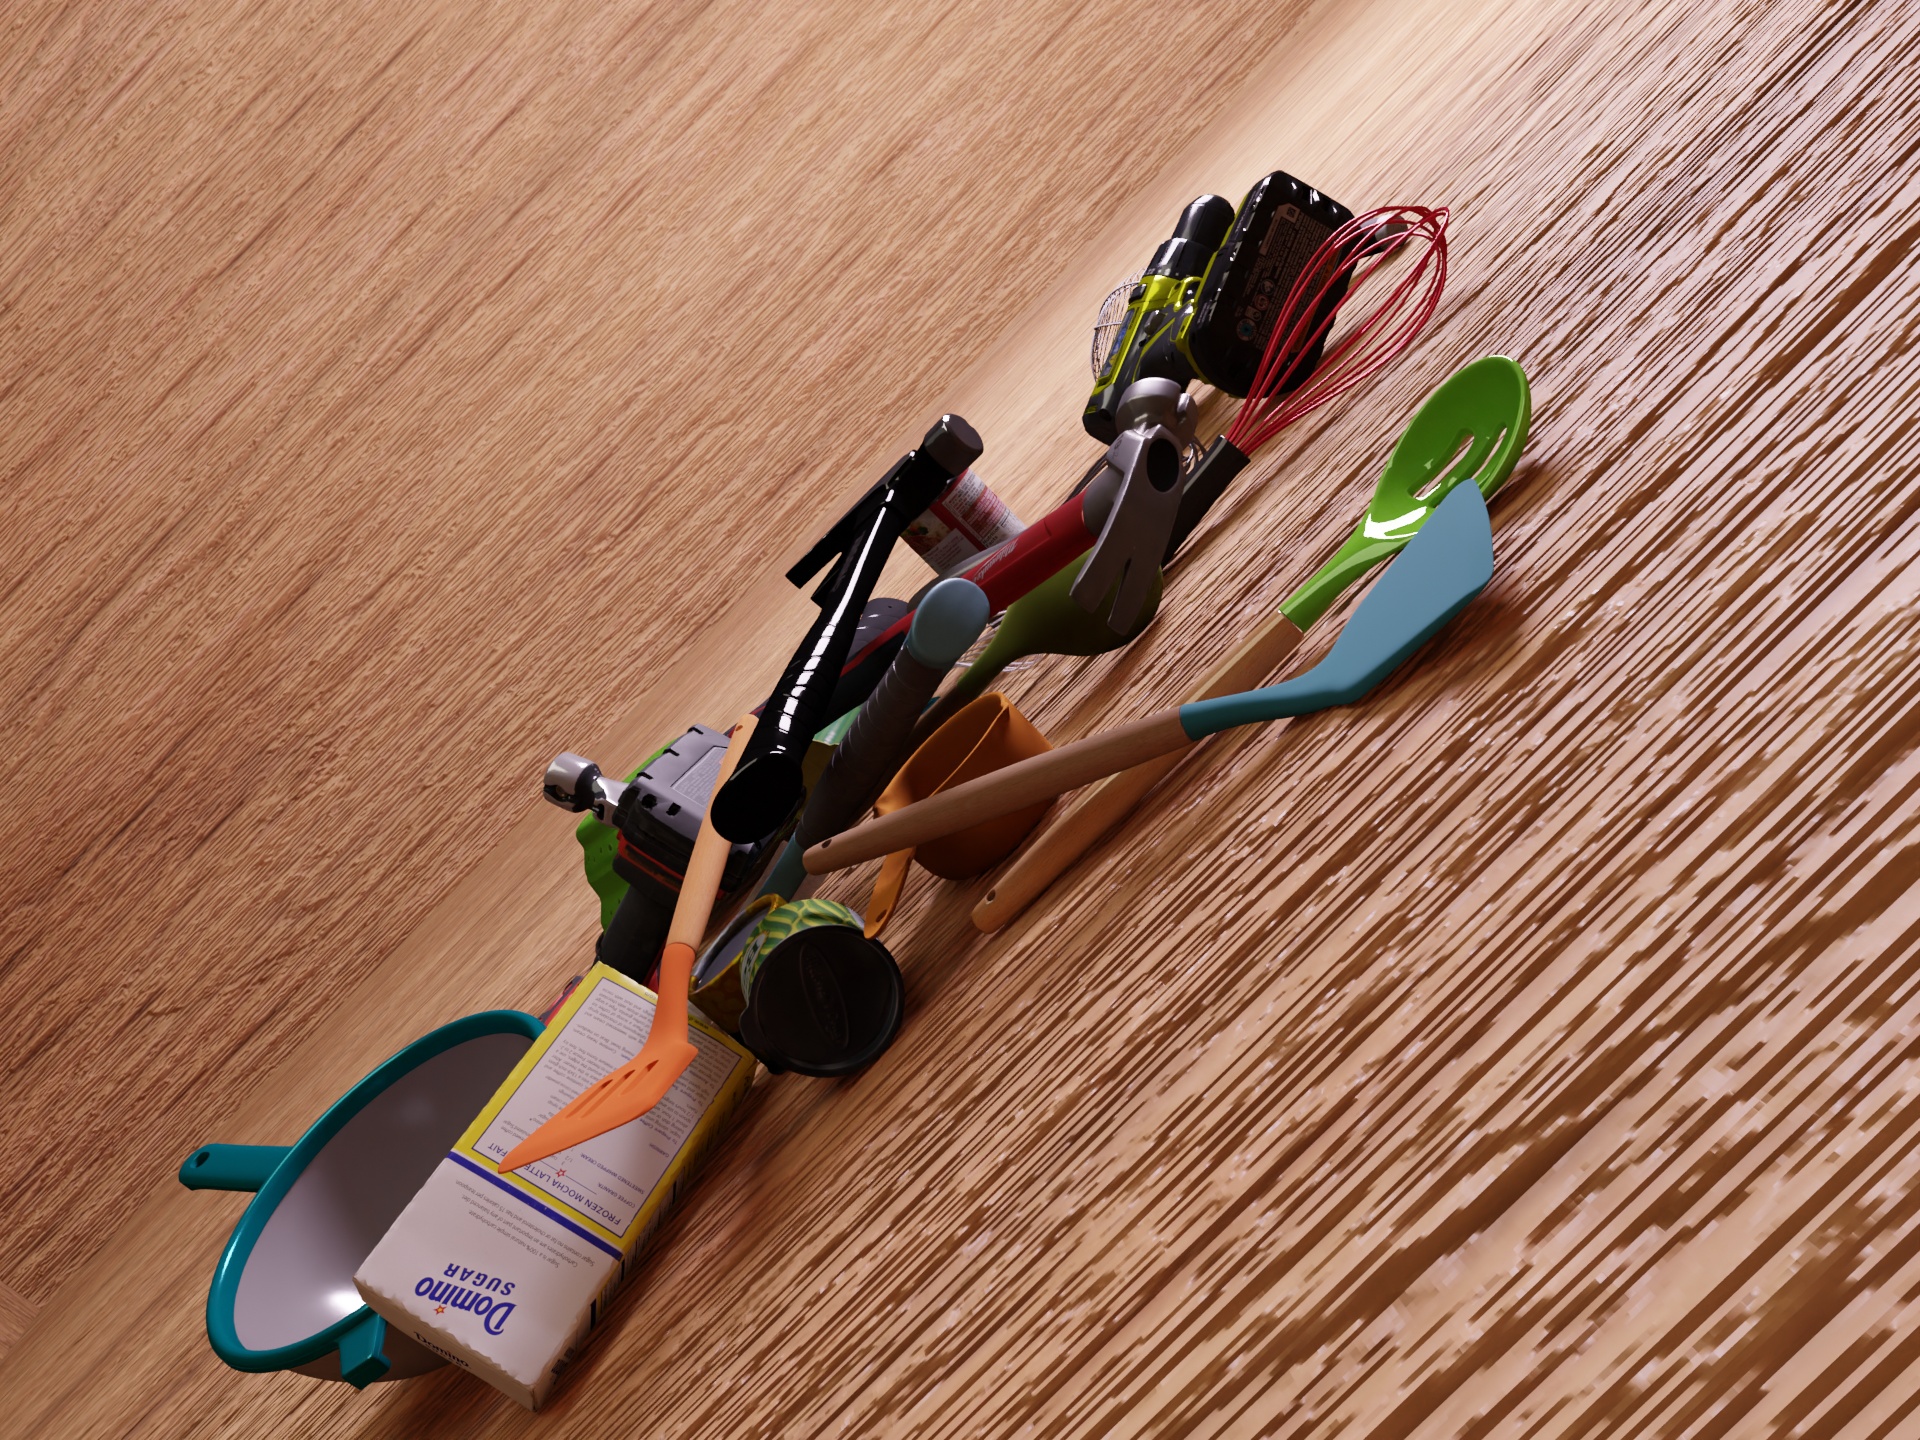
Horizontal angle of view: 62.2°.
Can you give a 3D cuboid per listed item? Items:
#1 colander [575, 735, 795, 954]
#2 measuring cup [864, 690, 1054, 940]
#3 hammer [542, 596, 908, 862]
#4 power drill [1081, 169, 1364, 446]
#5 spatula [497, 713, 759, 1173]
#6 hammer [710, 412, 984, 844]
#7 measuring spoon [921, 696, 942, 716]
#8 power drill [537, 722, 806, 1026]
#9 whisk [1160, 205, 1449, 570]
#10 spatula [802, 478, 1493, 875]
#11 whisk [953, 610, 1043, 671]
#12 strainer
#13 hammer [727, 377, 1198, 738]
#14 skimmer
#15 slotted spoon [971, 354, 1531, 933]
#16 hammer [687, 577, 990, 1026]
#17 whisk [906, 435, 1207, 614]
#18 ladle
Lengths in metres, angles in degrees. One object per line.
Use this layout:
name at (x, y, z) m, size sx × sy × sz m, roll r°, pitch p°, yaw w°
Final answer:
colander at (-0.244, 0.088, 1.246) m, size 0.204 × 0.094 × 0.397 m, roll -45°, pitch 10°, yaw -21°
measuring cup at (-0.003, 0.057, 0.727) m, size 0.095 × 0.052 × 0.174 m, roll -38°, pitch 17°, yaw 31°
hammer at (-0.128, -0.012, 1.182) m, size 0.409 × 0.149 × 0.036 m, roll -45°, pitch -29°, yaw -57°
power drill at (0.171, -0.282, 1.064) m, size 0.190 × 0.080 × 0.228 m, roll -67°, pitch 16°, yaw -3°
spatula at (-0.134, 0.089, 0.763) m, size 0.081 × 0.041 × 0.323 m, roll -26°, pitch 30°, yaw 21°
hammer at (-0.070, -0.046, 0.838) m, size 0.146 × 0.035 × 0.335 m, roll -40°, pitch 18°, yaw 30°
measuring spoon at (-0.015, -0.007, 1.014) m, size 0.042 × 0.021 × 0.129 m, roll -46°, pitch 14°, yaw -2°
power drill at (-0.178, 0.117, 0.949) m, size 0.226 × 0.080 × 0.188 m, roll -60°, pitch -1°, yaw 23°
whisk at (0.164, -0.166, 0.878) m, size 0.296 × 0.073 × 0.073 m, roll -50°, pitch 12°, yaw 10°
spatula at (0.062, 0.001, 0.628) m, size 0.317 × 0.044 × 0.082 m, roll -22°, pitch 27°, yaw 25°
whisk at (-0.003, -0.048, 1.042) m, size 0.070 × 0.070 × 0.284 m, roll -51°, pitch 10°, yaw -20°
strainer at (-0.316, 0.267, 0.857) m, size 0.340 × 0.095 × 0.211 m, roll -12°, pitch 35°, yaw 41°
hammer at (-0.025, -0.034, 0.845) m, size 0.386 × 0.038 × 0.143 m, roll -32°, pitch 30°, yaw 47°
skimmer at (0.214, -0.314, 1.203) m, size 0.363 × 0.090 × 0.127 m, roll 3°, pitch 70°, yaw 59°
slotted spoon at (0.116, -0.023, 0.652) m, size 0.313 × 0.031 × 0.070 m, roll -46°, pitch 28°, yaw 10°
hammer at (-0.069, 0.050, 0.808) m, size 0.331 × 0.033 × 0.128 m, roll -55°, pitch 0°, yaw 43°
whisk at (0.055, -0.119, 1.011) m, size 0.239 × 0.055 × 0.055 m, roll -28°, pitch 20°, yaw 31°
ladle at (-0.001, -0.003, 0.925) m, size 0.062 × 0.078 × 0.320 m, roll 1°, pitch -35°, yaw -42°
